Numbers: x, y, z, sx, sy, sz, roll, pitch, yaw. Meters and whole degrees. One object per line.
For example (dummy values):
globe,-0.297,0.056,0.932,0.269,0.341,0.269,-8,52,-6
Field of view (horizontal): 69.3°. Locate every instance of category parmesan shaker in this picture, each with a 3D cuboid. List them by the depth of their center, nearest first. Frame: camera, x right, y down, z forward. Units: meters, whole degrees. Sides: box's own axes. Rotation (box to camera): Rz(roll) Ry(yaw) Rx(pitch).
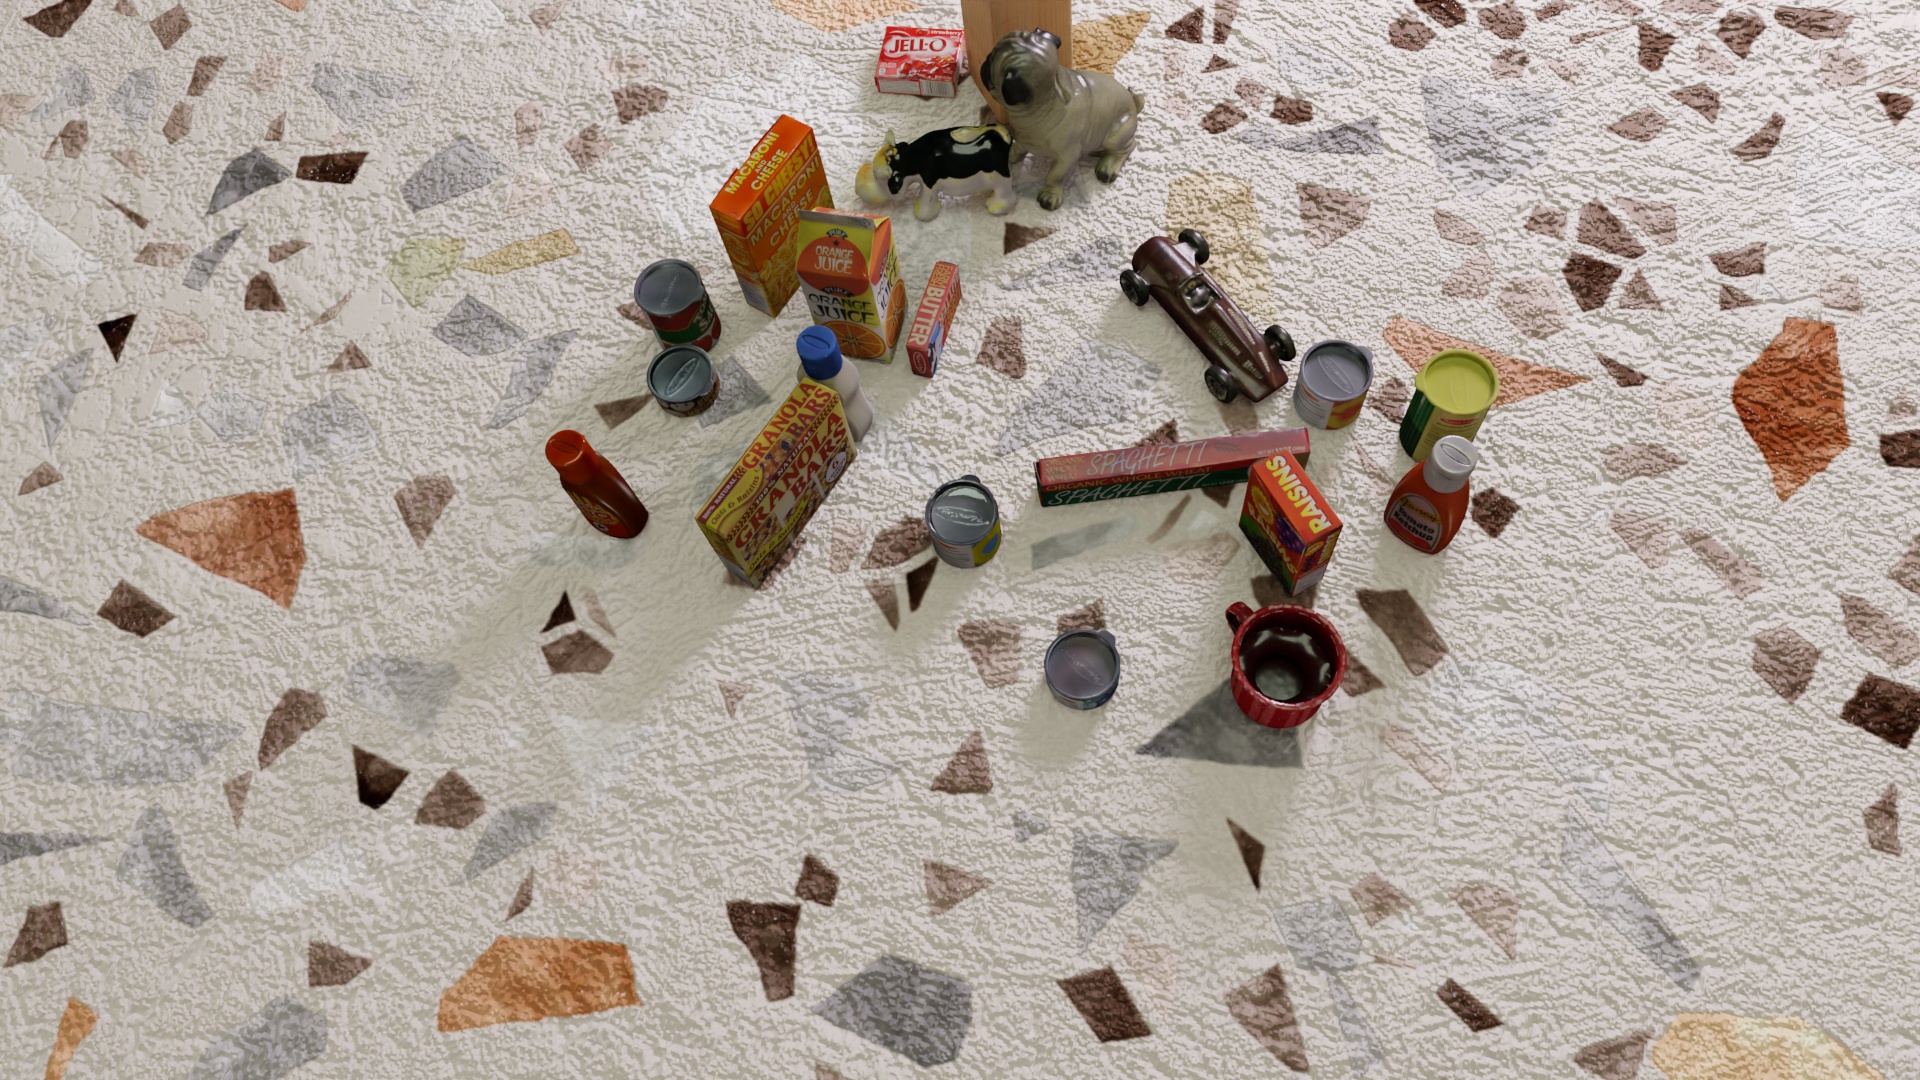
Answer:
parmesan shaker,0.434,-0.117,1.247,0.071,0.102,0.071,-2,66,5

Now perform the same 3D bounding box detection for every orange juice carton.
orange juice carton,-0.102,-0.249,1.306,0.072,0.192,0.073,11,68,10

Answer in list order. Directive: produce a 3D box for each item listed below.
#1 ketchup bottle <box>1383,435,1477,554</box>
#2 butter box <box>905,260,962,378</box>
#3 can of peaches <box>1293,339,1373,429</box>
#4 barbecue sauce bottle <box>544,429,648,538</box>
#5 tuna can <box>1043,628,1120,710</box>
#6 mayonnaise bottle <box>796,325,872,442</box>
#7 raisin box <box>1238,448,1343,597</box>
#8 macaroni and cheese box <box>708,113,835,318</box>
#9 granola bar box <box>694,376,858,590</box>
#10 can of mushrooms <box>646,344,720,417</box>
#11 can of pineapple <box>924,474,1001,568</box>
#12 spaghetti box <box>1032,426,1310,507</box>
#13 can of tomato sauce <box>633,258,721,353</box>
ketchup bottle,0.407,-0.041,1.191,0.065,0.148,0.043,39,75,19
butter box,-0.025,-0.217,1.361,0.024,0.053,0.104,14,68,11
can of peaches,0.348,-0.145,1.292,0.071,0.058,0.071,-2,66,4
barbecue sauce bottle,-0.334,-0.052,1.263,0.065,0.148,0.044,20,70,14
tuna can,0.108,0.111,1.213,0.071,0.032,0.071,-2,66,4
mayonnaise bottle,-0.121,-0.145,1.286,0.065,0.147,0.041,24,71,15
raisin box,0.283,-0.014,1.204,0.040,0.123,0.086,-27,67,-6
macaroni and cheese box,-0.178,-0.313,1.356,0.040,0.166,0.124,28,72,16
granola bar box,-0.164,-0.051,1.261,0.039,0.123,0.166,30,72,17
can of mushrooms,-0.270,-0.156,1.367,0.071,0.033,0.071,-2,66,4
can of pineapple,0.005,-0.016,1.266,0.071,0.057,0.071,-2,66,4
spaghetti box,0.193,-0.067,1.276,0.250,0.050,0.029,-7,66,2
can of tomato sauce,-0.276,-0.228,1.372,0.071,0.082,0.071,-2,66,4
